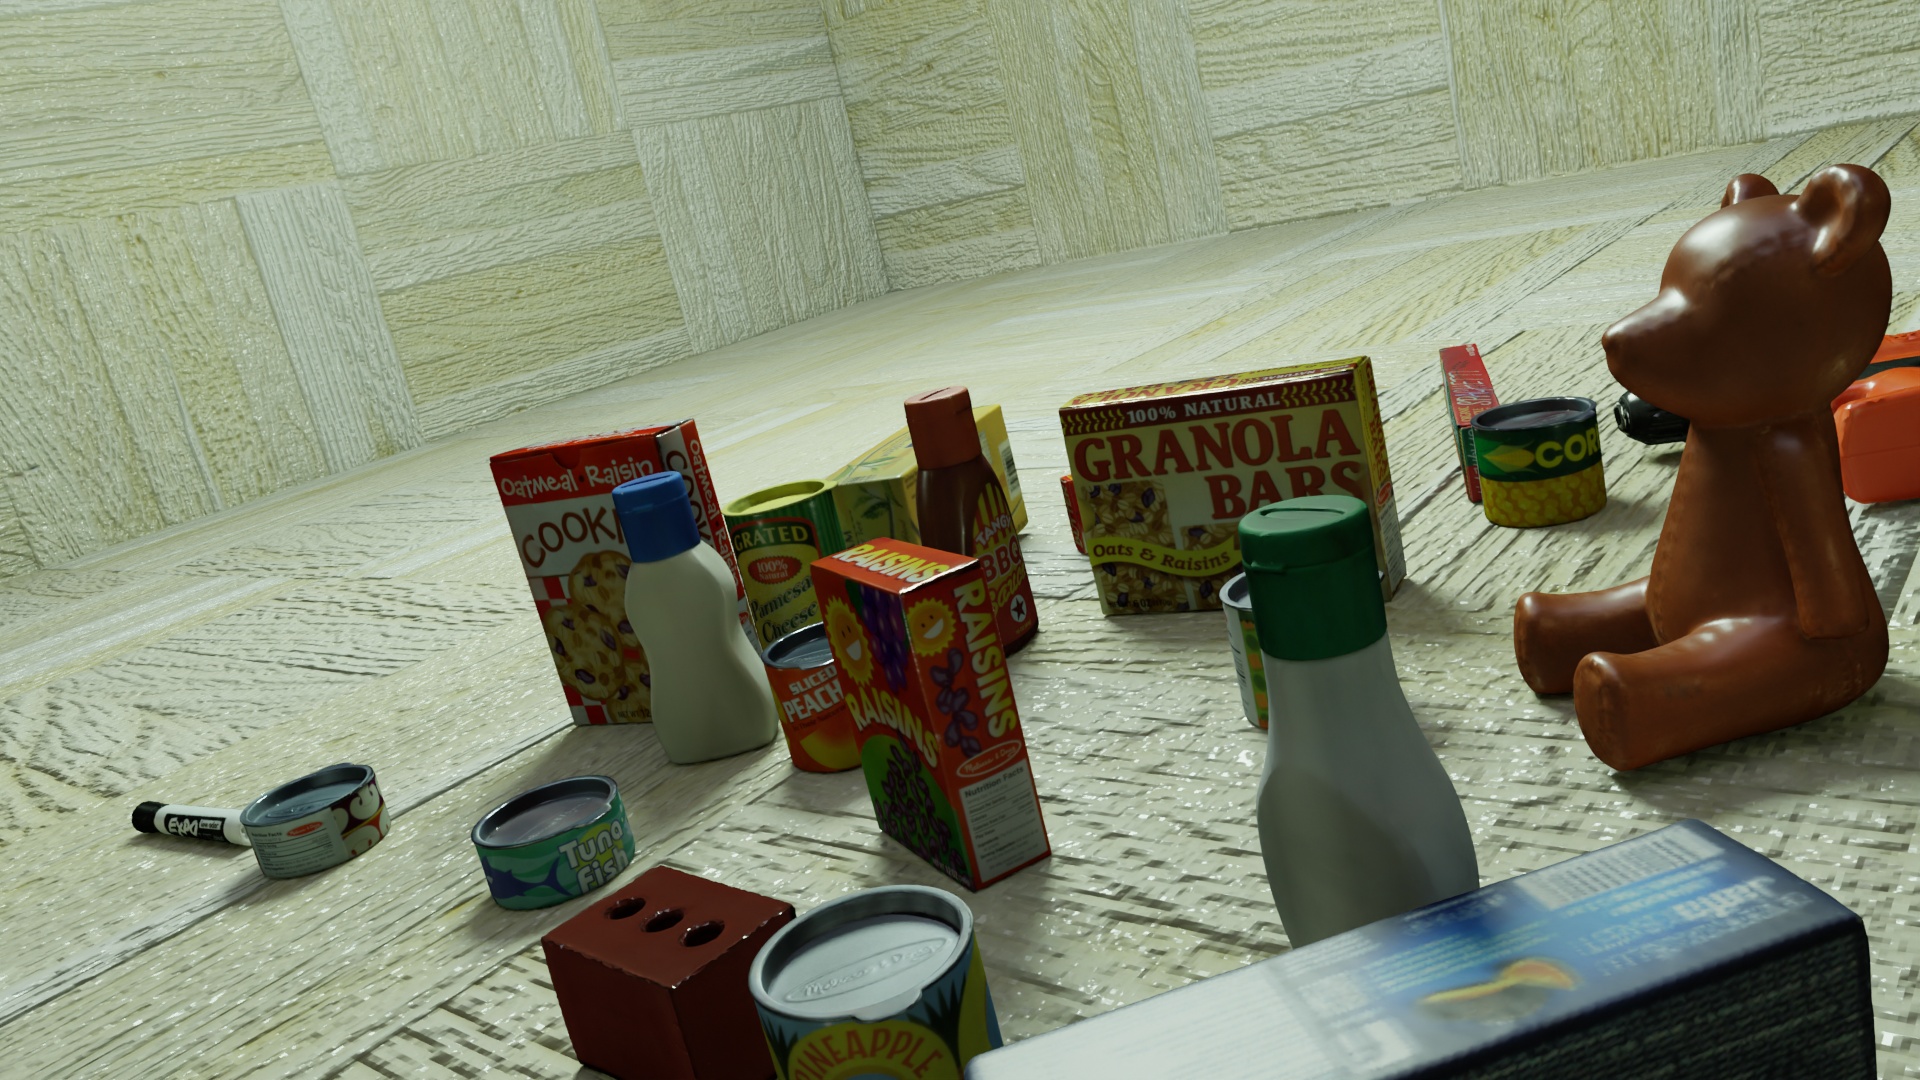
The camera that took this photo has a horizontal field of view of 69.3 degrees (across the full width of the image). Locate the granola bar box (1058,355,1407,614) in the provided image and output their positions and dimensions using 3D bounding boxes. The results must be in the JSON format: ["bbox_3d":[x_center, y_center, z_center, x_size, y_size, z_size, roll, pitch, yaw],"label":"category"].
[{"bbox_3d":[0.144,-0.026,0.748,0.165,0.124,0.039,-5,17,30],"label":"granola bar box"}]

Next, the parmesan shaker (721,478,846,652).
[{"bbox_3d":[-0.095,0.021,0.831,0.071,0.102,0.071,-13,14,3],"label":"parmesan shaker"}]

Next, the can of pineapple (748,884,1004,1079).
[{"bbox_3d":[-0.022,0.143,0.401,0.071,0.057,0.071,-13,14,3],"label":"can of pineapple"}]

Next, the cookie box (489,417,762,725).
[{"bbox_3d":[-0.187,0.021,0.789,0.123,0.167,0.040,-6,16,28],"label":"cookie box"}]

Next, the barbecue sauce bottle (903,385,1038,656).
[{"bbox_3d":[0.003,-0.010,0.768,0.043,0.148,0.065,-4,17,35],"label":"barbecue sauce bottle"}]

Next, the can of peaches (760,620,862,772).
[{"bbox_3d":[-0.060,0.076,0.685,0.071,0.058,0.071,-13,14,3],"label":"can of peaches"}]

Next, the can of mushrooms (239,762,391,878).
[{"bbox_3d":[-0.334,0.145,0.725,0.071,0.033,0.071,-13,15,3],"label":"can of mushrooms"}]

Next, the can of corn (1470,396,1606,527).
[{"bbox_3d":[0.327,-0.044,0.781,0.071,0.058,0.071,-13,14,3],"label":"can of corn"}]

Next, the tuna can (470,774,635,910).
[{"bbox_3d":[-0.180,0.135,0.623,0.071,0.032,0.071,-13,15,3],"label":"tuna can"}]

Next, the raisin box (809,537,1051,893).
[{"bbox_3d":[-0.013,0.065,0.552,0.040,0.123,0.086,-21,16,-25],"label":"raisin box"}]

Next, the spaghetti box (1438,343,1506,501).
[{"bbox_3d":[0.344,-0.085,0.932,0.028,0.050,0.251,-9,15,19],"label":"spaghetti box"}]

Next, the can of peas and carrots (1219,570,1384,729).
[{"bbox_3d":[0.154,0.044,0.607,0.071,0.058,0.071,-13,14,3],"label":"can of peas and carrots"}]

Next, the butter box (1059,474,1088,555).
[{"bbox_3d":[0.122,-0.029,0.923,0.103,0.053,0.024,-15,14,-4],"label":"butter box"}]

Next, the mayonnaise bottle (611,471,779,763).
[{"bbox_3d":[-0.141,0.039,0.716,0.065,0.147,0.041,-13,14,4],"label":"mayonnaise bottle"}]

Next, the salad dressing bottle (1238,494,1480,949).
[{"bbox_3d":[0.112,0.061,0.405,0.044,0.147,0.064,-24,18,-36],"label":"salad dressing bottle"}]
